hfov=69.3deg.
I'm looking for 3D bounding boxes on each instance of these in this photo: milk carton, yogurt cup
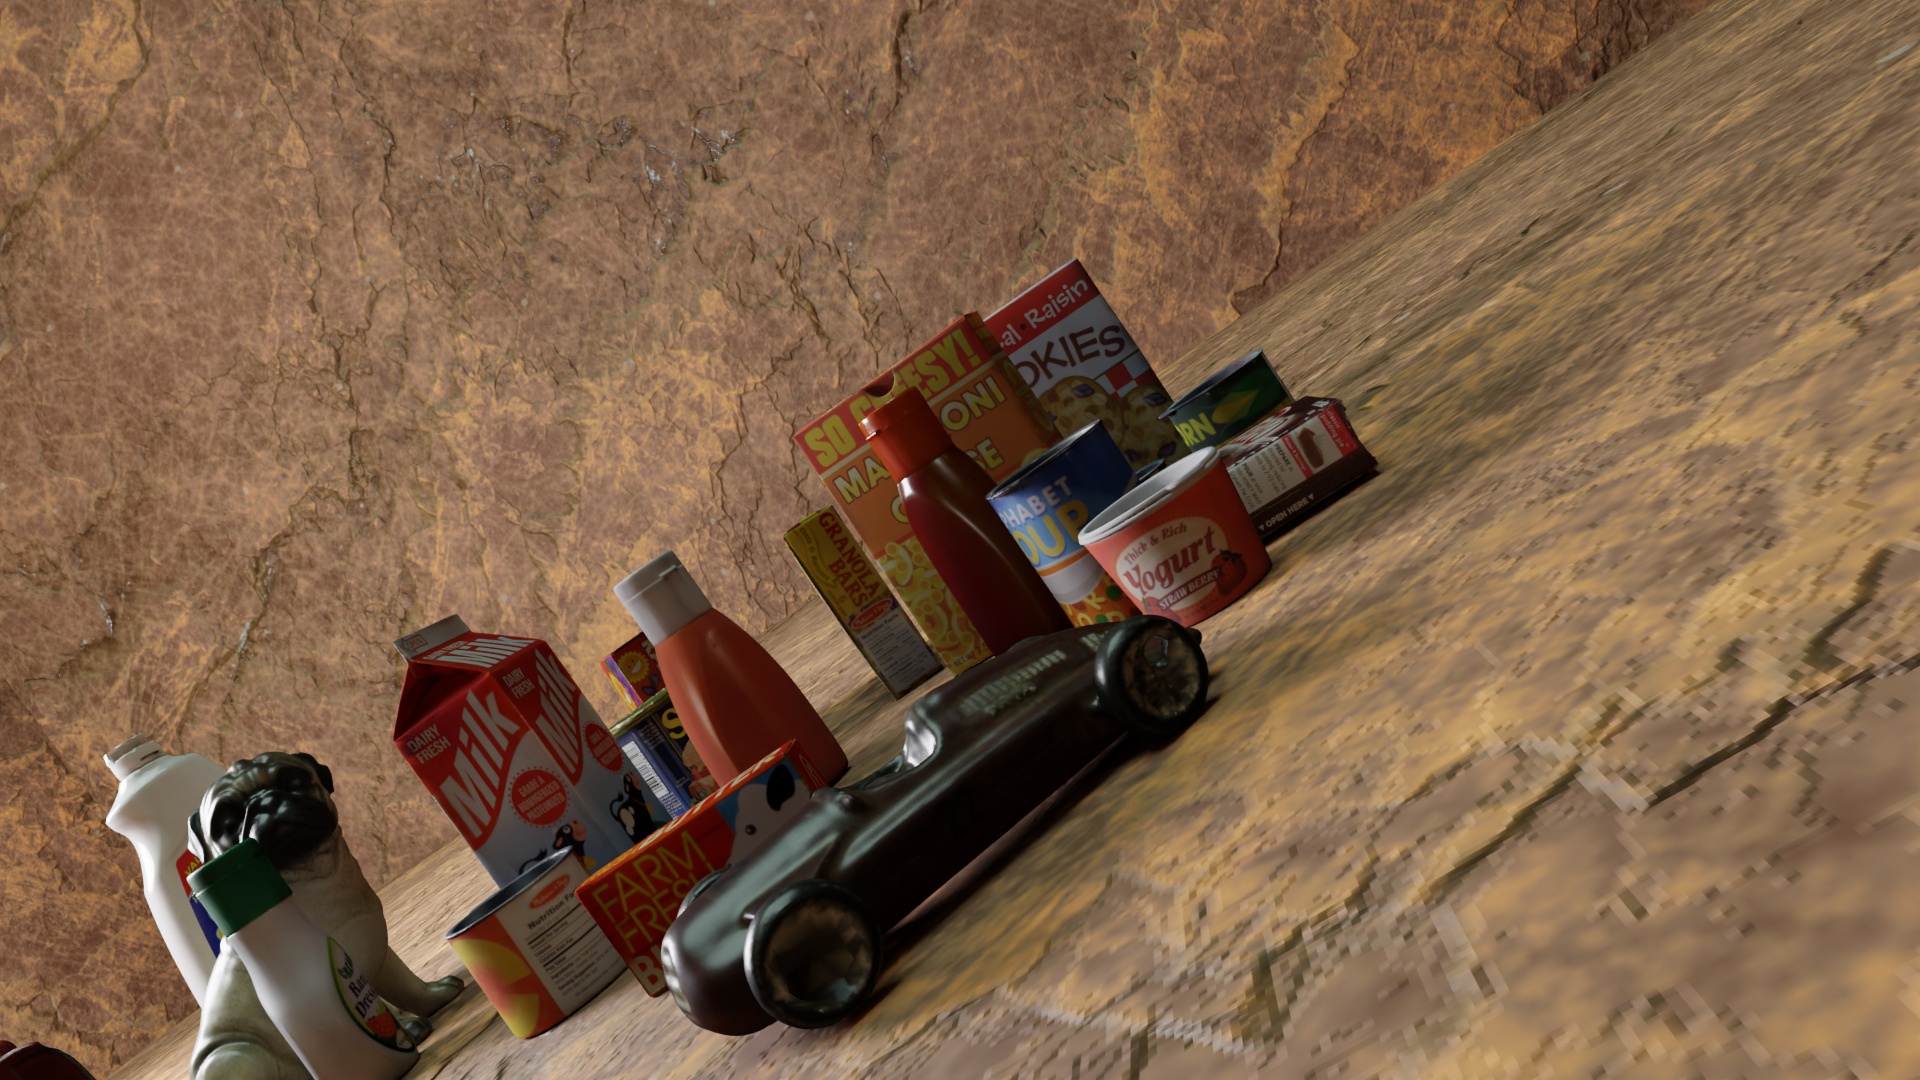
[{"bbox_3d":[-0.241,0.126,0.772,0.073,0.190,0.072,-33,4,11],"label":"milk carton"},{"bbox_3d":[0.090,0.002,0.570,0.072,0.054,0.072,-34,4,3],"label":"yogurt cup"}]

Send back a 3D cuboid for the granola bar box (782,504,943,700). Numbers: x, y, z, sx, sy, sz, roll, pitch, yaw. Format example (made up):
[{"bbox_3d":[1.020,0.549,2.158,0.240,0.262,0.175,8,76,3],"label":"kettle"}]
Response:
[{"bbox_3d":[-0.070,0.038,0.923,0.039,0.124,0.165,-35,4,-6],"label":"granola bar box"}]

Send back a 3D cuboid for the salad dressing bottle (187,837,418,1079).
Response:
[{"bbox_3d":[-0.344,0.225,0.724,0.044,0.147,0.064,-35,4,-11],"label":"salad dressing bottle"}]

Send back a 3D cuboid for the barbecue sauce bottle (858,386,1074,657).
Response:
[{"bbox_3d":[0.003,-0.009,0.720,0.044,0.148,0.064,-37,4,-35],"label":"barbecue sauce bottle"}]

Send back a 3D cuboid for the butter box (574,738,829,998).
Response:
[{"bbox_3d":[-0.093,0.128,0.542,0.103,0.053,0.024,-34,4,5],"label":"butter box"}]

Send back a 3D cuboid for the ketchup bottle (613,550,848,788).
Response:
[{"bbox_3d":[-0.122,0.075,0.722,0.043,0.148,0.065,-31,5,45],"label":"ketchup bottle"}]

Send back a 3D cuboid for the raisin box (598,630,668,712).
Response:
[{"bbox_3d":[-0.202,0.123,0.983,0.040,0.123,0.086,-35,4,-20],"label":"raisin box"}]

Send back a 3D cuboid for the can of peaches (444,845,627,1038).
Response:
[{"bbox_3d":[-0.190,0.183,0.632,0.071,0.058,0.071,-34,4,3],"label":"can of peaches"}]

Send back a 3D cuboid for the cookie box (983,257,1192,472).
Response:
[{"bbox_3d":[0.071,-0.083,0.916,0.123,0.167,0.040,-34,4,6],"label":"cookie box"}]

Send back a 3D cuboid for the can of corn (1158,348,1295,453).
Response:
[{"bbox_3d":[0.159,-0.067,0.802,0.071,0.058,0.071,-34,4,3],"label":"can of corn"}]

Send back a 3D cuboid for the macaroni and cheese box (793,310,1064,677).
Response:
[{"bbox_3d":[0.004,-0.025,0.779,0.123,0.166,0.040,-33,4,18],"label":"macaroni and cheese box"}]

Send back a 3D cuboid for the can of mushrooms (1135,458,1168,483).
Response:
[{"bbox_3d":[0.103,-0.017,0.840,0.071,0.033,0.071,-34,4,3],"label":"can of mushrooms"}]

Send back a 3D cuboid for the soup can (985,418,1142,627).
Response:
[{"bbox_3d":[0.060,-0.004,0.660,0.071,0.083,0.071,-34,4,3],"label":"soup can"}]
